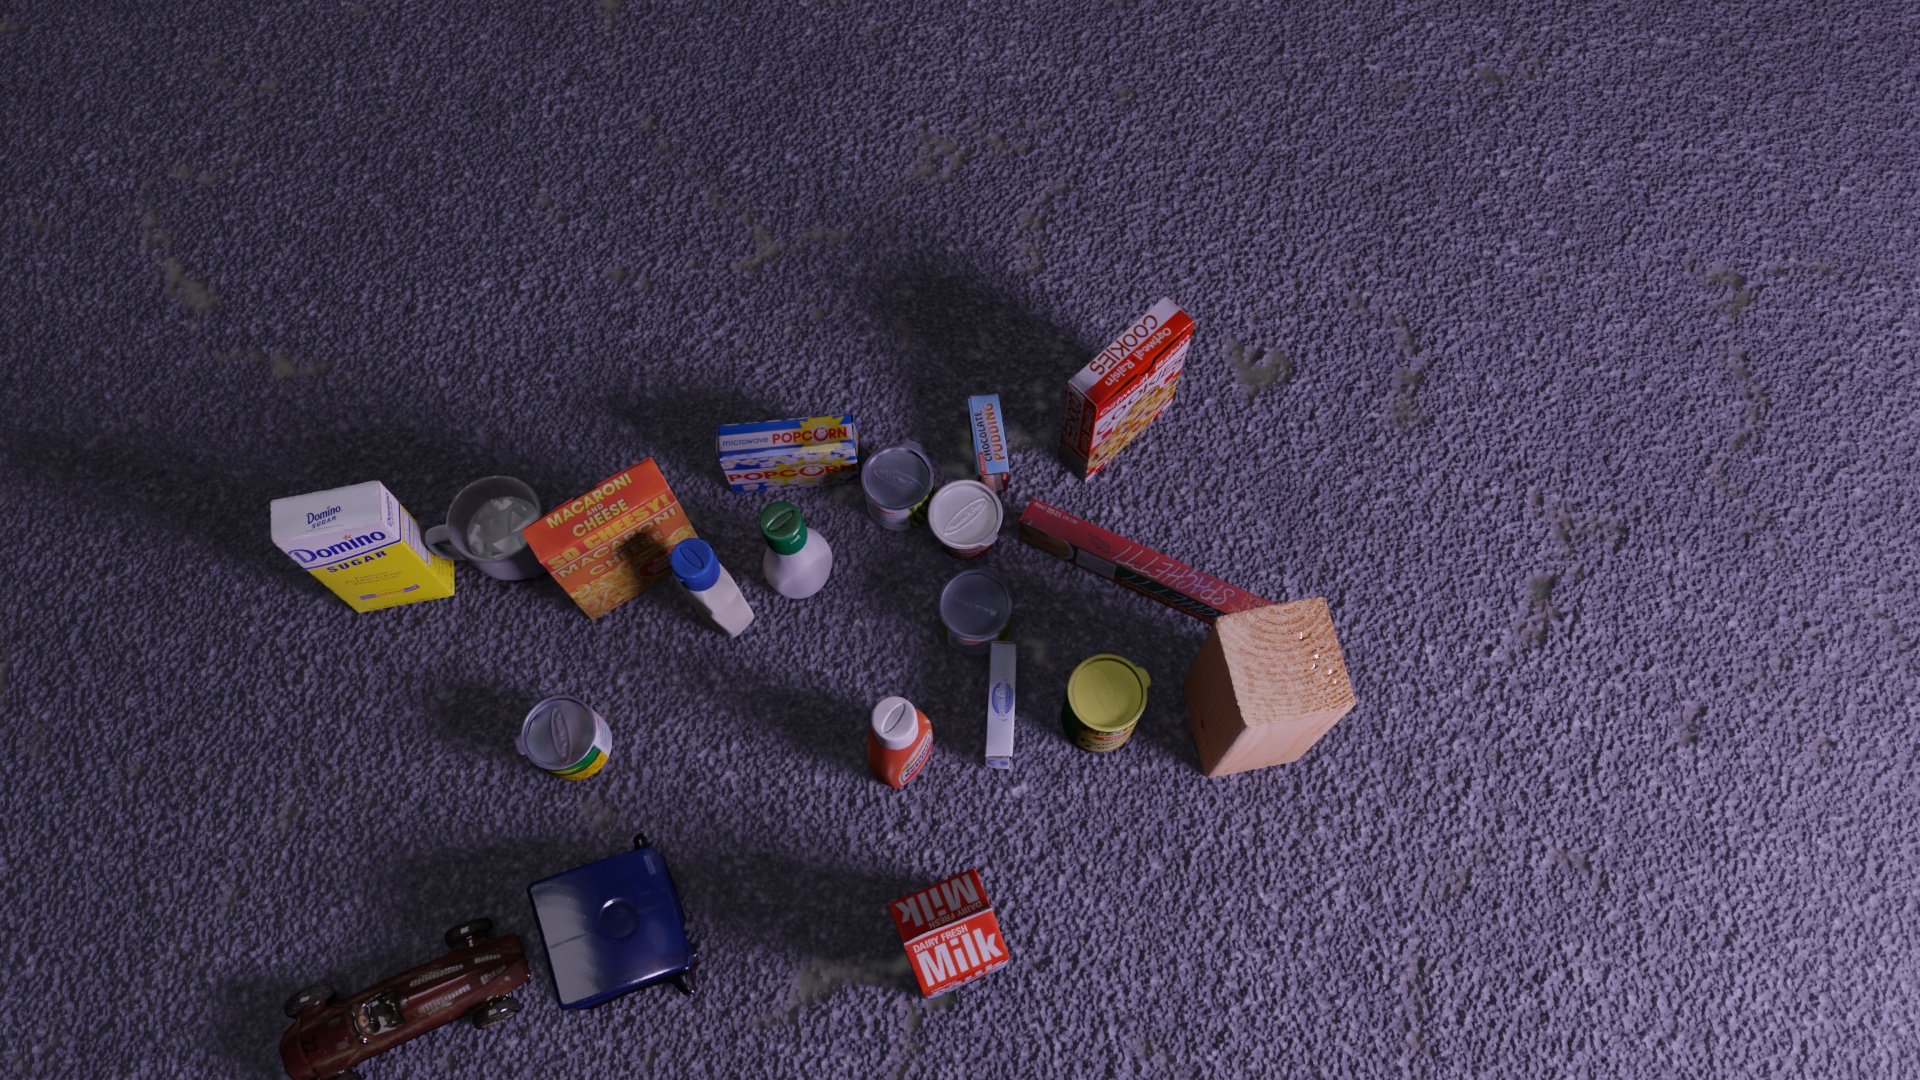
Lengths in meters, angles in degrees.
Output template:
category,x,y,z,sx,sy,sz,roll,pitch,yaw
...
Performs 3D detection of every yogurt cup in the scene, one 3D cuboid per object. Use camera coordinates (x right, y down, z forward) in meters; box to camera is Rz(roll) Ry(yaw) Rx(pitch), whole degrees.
category,x,y,z,sx,sy,sz,roll,pitch,yaw
yogurt cup,0.005,-0.016,1.285,0.072,0.053,0.072,0,70,1

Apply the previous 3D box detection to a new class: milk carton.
category,x,y,z,sx,sy,sz,roll,pitch,yaw
milk carton,-0.008,0.310,1.089,0.072,0.190,0.073,-21,71,-7

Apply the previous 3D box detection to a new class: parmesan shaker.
category,x,y,z,sx,sy,sz,roll,pitch,yaw
parmesan shaker,0.125,0.142,1.197,0.071,0.102,0.071,0,70,1

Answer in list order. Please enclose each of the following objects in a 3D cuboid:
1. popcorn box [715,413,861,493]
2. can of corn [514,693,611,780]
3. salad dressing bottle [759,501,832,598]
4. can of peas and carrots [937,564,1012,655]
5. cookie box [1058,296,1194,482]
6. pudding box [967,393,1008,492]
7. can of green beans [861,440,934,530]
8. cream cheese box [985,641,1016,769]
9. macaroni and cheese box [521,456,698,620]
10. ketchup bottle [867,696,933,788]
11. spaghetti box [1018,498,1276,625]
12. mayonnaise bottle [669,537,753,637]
category,x,y,z,sx,sy,sz,roll,pitch,yaw
popcorn box,-0.158,-0.080,1.294,0.127,0.085,0.038,-5,70,-1
can of corn,-0.347,0.174,1.216,0.071,0.058,0.071,0,70,1
salad dressing bottle,-0.148,0.008,1.228,0.064,0.147,0.044,-37,73,-12
can of peas and carrots,0.014,0.063,1.252,0.071,0.058,0.071,0,70,1
cookie box,0.149,-0.134,1.267,0.123,0.167,0.040,-42,75,-13
pudding box,0.026,-0.092,1.315,0.030,0.049,0.084,-7,70,-2
can of green beans,-0.057,-0.049,1.296,0.071,0.057,0.071,0,70,1
cream cheese box,0.035,0.146,1.224,0.024,0.053,0.104,2,70,2
macaroni and cheese box,-0.301,0.001,1.223,0.124,0.166,0.040,-32,72,-10
ketchup bottle,-0.053,0.165,1.167,0.043,0.148,0.065,31,73,12
spaghetti box,0.171,0.030,1.267,0.250,0.050,0.029,24,72,9
mayonnaise bottle,-0.221,0.039,1.217,0.065,0.147,0.041,40,75,14
